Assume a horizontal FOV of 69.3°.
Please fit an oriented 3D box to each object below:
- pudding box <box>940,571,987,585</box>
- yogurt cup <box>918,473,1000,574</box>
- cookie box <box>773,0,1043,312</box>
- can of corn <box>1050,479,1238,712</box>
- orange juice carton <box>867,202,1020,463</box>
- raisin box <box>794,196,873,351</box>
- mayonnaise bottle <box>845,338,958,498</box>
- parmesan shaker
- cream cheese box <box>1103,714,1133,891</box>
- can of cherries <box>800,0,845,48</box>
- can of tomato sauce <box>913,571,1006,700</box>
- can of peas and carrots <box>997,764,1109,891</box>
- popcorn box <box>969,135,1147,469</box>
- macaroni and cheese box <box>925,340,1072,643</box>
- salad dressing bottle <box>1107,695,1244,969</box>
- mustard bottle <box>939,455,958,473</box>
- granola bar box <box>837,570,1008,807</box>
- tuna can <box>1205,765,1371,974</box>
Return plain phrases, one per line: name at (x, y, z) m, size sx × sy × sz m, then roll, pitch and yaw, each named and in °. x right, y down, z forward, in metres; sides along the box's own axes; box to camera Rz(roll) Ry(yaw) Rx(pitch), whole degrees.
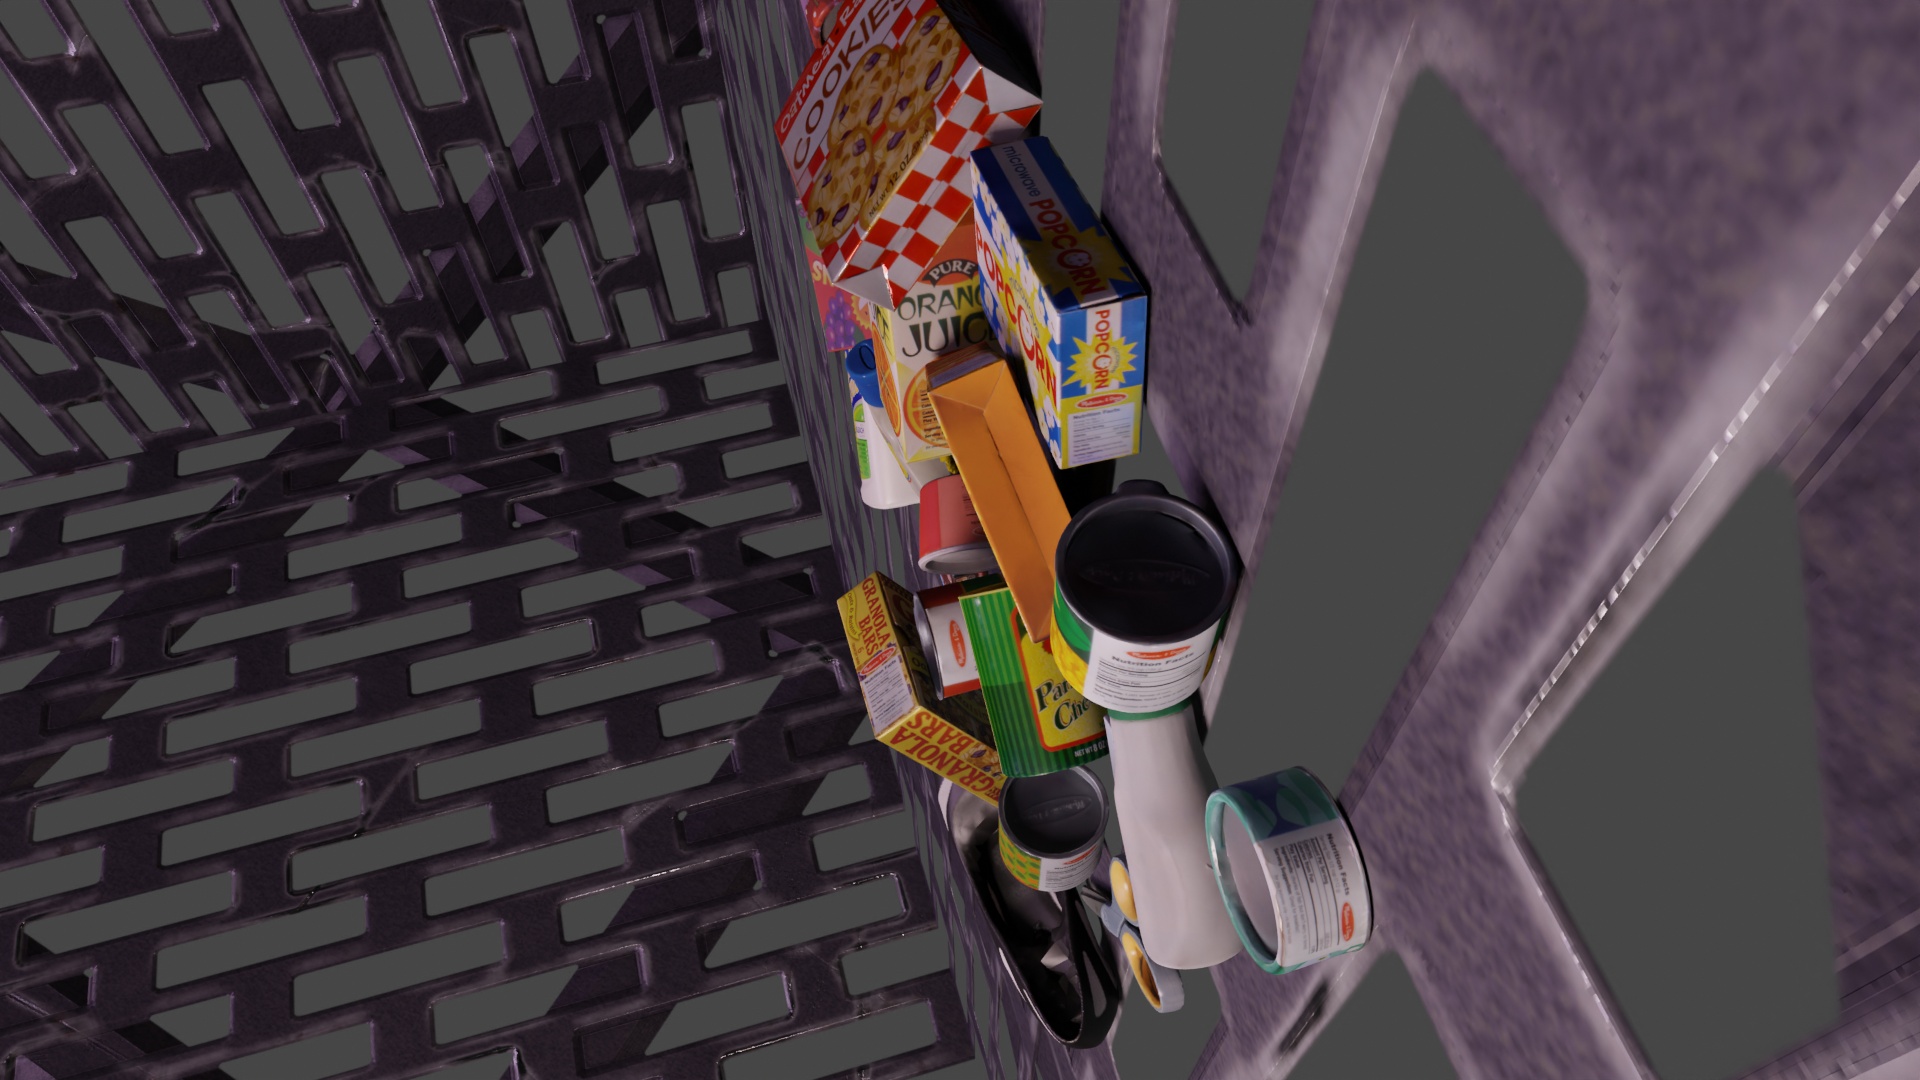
pudding box at (-0.004, 0.010, 1.106) m, size 0.049 × 0.030 × 0.084 m, roll 89°, pitch 165°, yaw -51°
yogurt cup at (0.003, -0.011, 0.914) m, size 0.072 × 0.072 × 0.054 m, roll 108°, pitch 156°, yaw -74°
cookie box at (-0.034, -0.211, 0.685) m, size 0.122 × 0.040 × 0.168 m, roll -51°, pitch 38°, yaw 26°
can of corn at (0.068, 0.022, 0.527) m, size 0.058 × 0.071 × 0.071 m, roll 89°, pitch 165°, yaw -57°
orange juice carton at (-0.013, -0.143, 0.770) m, size 0.072 × 0.073 × 0.191 m, roll -112°, pitch 12°, yaw -47°
raisin box at (-0.076, -0.212, 1.069) m, size 0.086 × 0.040 × 0.123 m, roll -2°, pitch 103°, yaw 46°
mayonnaise bottle at (-0.044, -0.092, 1.042) m, size 0.065 × 0.041 × 0.147 m, roll 64°, pitch -178°, yaw 38°
parmesan shaker at (0.045, 0.072, 0.770) m, size 0.071 × 0.071 × 0.103 m, roll 166°, pitch 90°, yaw -82°
cream cheese box at (0.095, 0.137, 0.670) m, size 0.053 × 0.024 × 0.103 m, roll -129°, pitch 26°, yaw -68°
can of cherries at (-0.063, -0.329, 0.830) m, size 0.071 × 0.071 × 0.058 m, roll 96°, pitch 158°, yaw -66°
can of tomato sauce at (0.019, 0.053, 0.835) m, size 0.071 × 0.083 × 0.071 m, roll 169°, pitch 88°, yaw -82°
can of peas and carrots at (0.055, 0.171, 0.848) m, size 0.058 × 0.071 × 0.071 m, roll 88°, pitch 166°, yaw -56°
popcorn box at (0.040, -0.104, 0.597) m, size 0.084 × 0.038 × 0.127 m, roll 85°, pitch 168°, yaw -46°
macaroni and cheese box at (0.022, -0.032, 0.683) m, size 0.167 × 0.040 × 0.123 m, roll -103°, pitch -10°, yaw -79°
salad dressing bottle at (0.089, 0.107, 0.600) m, size 0.064 × 0.044 × 0.147 m, roll -164°, pitch 62°, yaw -75°
mustard bottle at (-0.024, -0.122, 0.958) m, size 0.065 × 0.049 × 0.160 m, roll -127°, pitch 24°, yaw -78°
granola bar box at (-0.002, 0.106, 0.922) m, size 0.165 × 0.039 × 0.125 m, roll 37°, pitch -158°, yaw -40°
tuna can at (0.112, 0.114, 0.487) m, size 0.071 × 0.033 × 0.071 m, roll 169°, pitch 88°, yaw -81°
